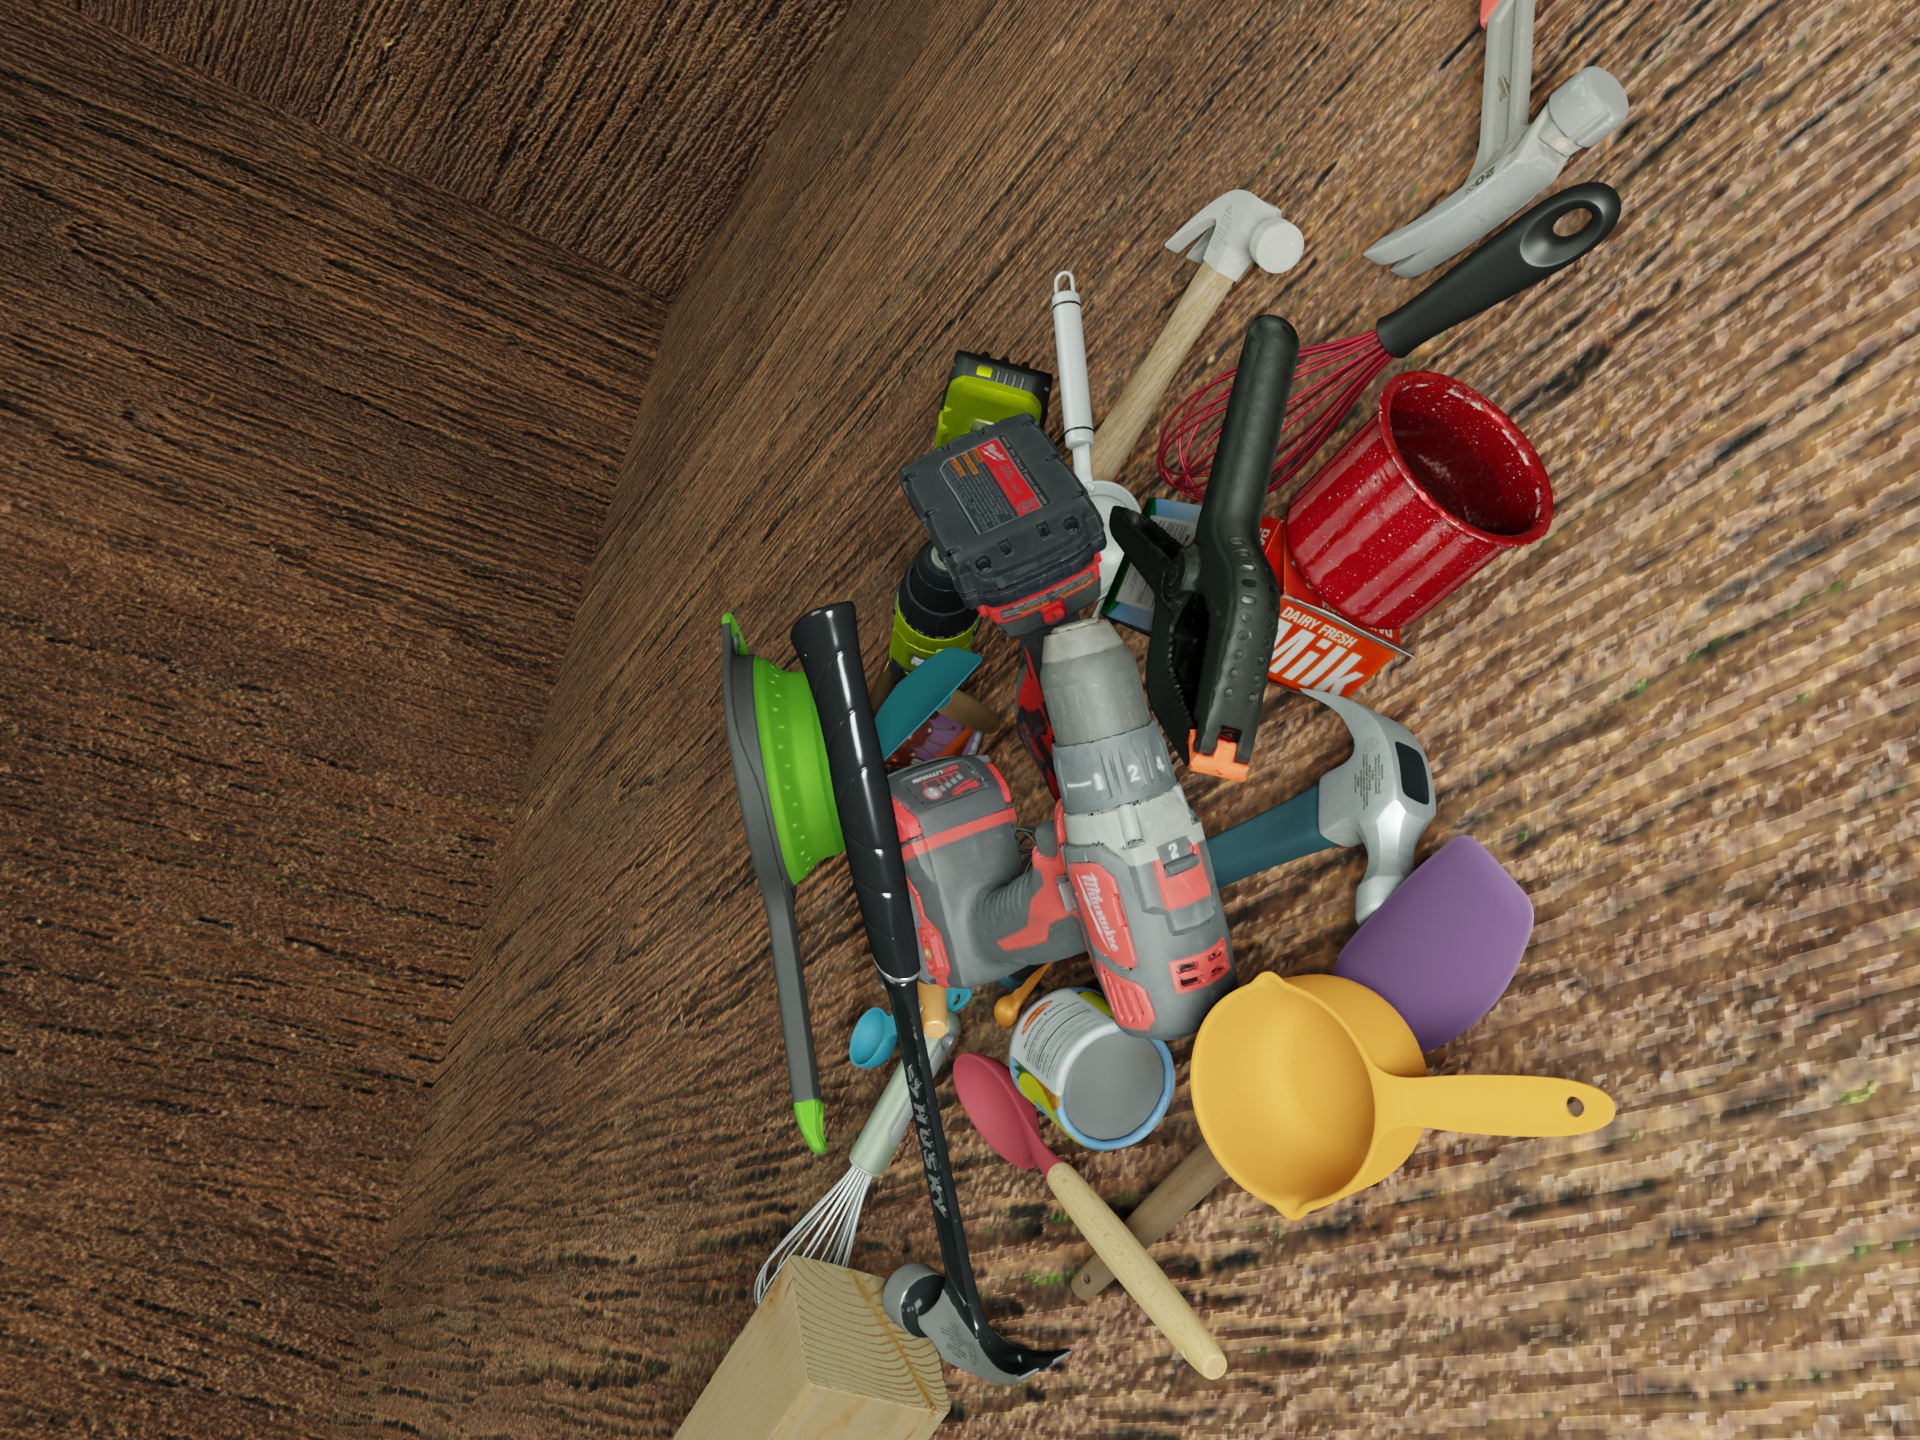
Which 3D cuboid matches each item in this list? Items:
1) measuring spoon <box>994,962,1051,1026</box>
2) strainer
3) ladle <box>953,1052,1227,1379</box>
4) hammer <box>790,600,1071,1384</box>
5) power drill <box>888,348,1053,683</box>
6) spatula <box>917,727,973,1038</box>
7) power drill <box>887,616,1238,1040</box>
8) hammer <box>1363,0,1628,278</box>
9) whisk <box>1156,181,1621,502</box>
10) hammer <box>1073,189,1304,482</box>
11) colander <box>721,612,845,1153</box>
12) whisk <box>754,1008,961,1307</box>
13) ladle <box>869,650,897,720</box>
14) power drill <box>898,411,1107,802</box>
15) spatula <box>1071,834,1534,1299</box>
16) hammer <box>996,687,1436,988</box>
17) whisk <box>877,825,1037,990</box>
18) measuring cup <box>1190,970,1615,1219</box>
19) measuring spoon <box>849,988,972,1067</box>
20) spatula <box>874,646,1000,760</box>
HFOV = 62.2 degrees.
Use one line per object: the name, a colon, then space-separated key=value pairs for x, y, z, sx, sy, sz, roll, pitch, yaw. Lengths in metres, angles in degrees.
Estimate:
measuring spoon: x=0.049 y=0.133 z=0.937 sx=0.117 sy=0.011 sz=0.021 roll=-60 pitch=23 yaw=18
strainer: x=0.081 y=-0.177 z=1.042 sx=0.087 sy=0.050 sz=0.258 roll=-14 pitch=74 yaw=35
ladle: x=0.055 y=0.229 z=0.764 sx=0.315 sy=0.031 sz=0.069 roll=-154 pitch=43 yaw=-72
hammer: x=-0.028 y=0.142 z=0.804 sx=0.149 sy=0.036 sz=0.409 roll=3 pitch=106 yaw=60
power drill: x=0.003 y=-0.149 z=1.157 sx=0.190 sy=0.080 sz=0.229 roll=104 pitch=180 yaw=-69
spatula: x=-0.014 y=0.095 z=0.984 sx=0.323 sy=0.041 sz=0.081 roll=-97 pitch=32 yaw=-64
power drill: x=0.034 y=0.052 z=0.773 sx=0.227 sy=0.080 sz=0.188 roll=-7 pitch=99 yaw=60
hammer: x=0.293 y=-0.414 z=0.860 sx=0.149 sy=0.036 sz=0.359 roll=-30 pitch=43 yaw=56
whisk: x=0.208 y=-0.187 z=0.819 sx=0.296 sy=0.073 sz=0.073 roll=-29 pitch=43 yaw=49
hammer: x=0.112 y=-0.205 z=1.082 sx=0.331 sy=0.031 sz=0.130 roll=-58 pitch=24 yaw=23
colander: x=-0.099 y=0.110 z=1.169 sx=0.204 sy=0.094 sz=0.397 roll=86 pitch=174 yaw=-72
whisk: x=-0.064 y=0.290 z=1.015 sx=0.059 sy=0.057 sz=0.246 roll=33 pitch=99 yaw=33
ladle: x=-0.075 y=-0.026 z=1.292 sx=0.320 sy=0.062 sz=0.078 roll=-64 pitch=16 yaw=12
power drill: x=0.044 y=-0.047 z=0.867 sx=0.078 sy=0.219 sz=0.143 roll=-24 pitch=42 yaw=-2
spatula: x=0.135 y=0.170 z=0.692 sx=0.060 sy=0.018 sz=0.315 roll=56 pitch=128 yaw=29
hammer: x=0.109 y=0.082 z=0.809 sx=0.331 sy=0.033 sz=0.128 roll=-33 pitch=40 yaw=51
whisk: x=0.000 y=0.129 z=1.017 sx=0.239 sy=0.055 sz=0.055 roll=-47 pitch=30 yaw=51
measuring cup: x=0.171 y=0.140 z=0.604 sx=0.174 sy=0.052 sz=0.095 roll=-10 pitch=83 yaw=44
measuring spoon: x=-0.028 y=0.201 z=1.054 sx=0.128 sy=0.021 sz=0.042 roll=-32 pitch=40 yaw=42
spatula: x=-0.002 y=-0.003 z=0.965 sx=0.082 sy=0.044 sz=0.317 roll=-46 pitch=-11 yaw=4
